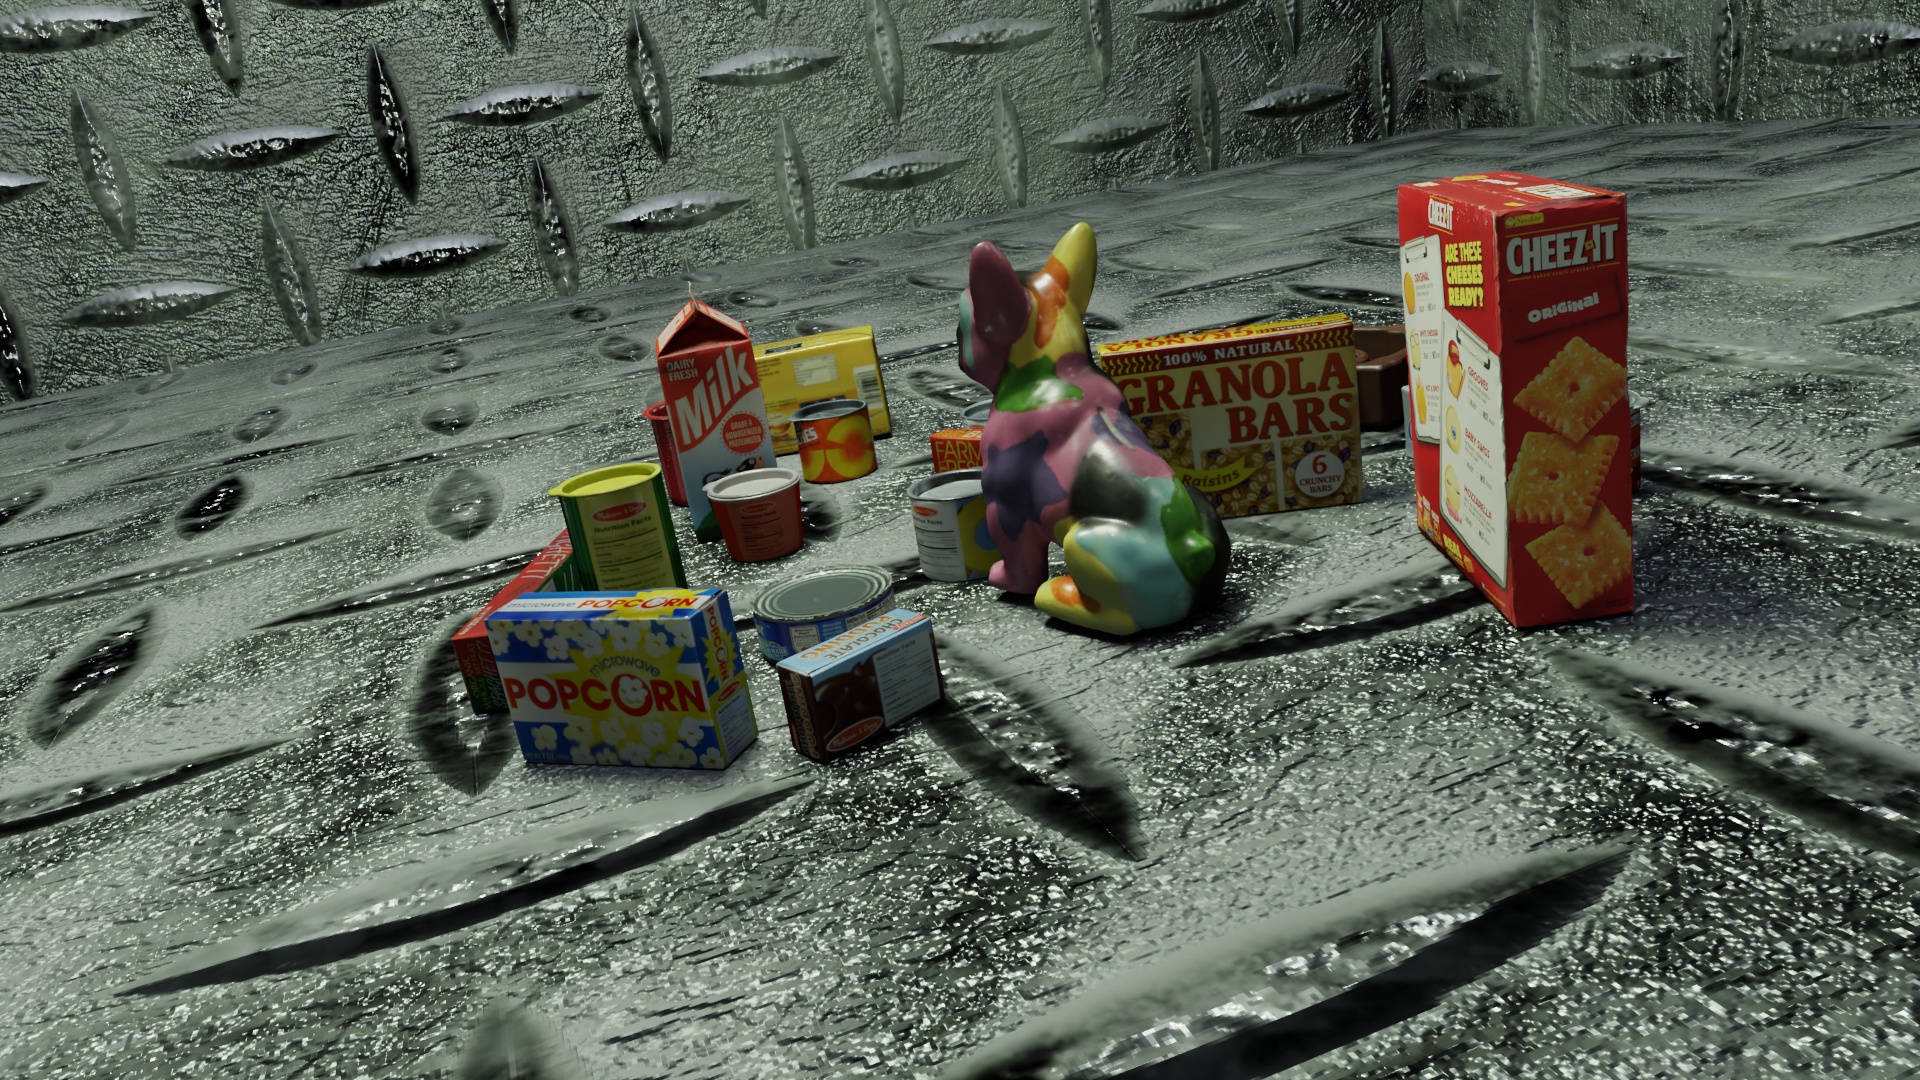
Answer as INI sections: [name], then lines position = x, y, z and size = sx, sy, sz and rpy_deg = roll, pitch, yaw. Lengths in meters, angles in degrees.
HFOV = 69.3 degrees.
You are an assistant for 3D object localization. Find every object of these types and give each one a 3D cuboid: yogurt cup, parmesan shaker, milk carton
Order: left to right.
[parmesan shaker]
position = -0.217, 0.009, 0.891
size = 0.071, 0.102, 0.071
rpy_deg = -8, 18, 3
[milk carton]
position = -0.188, -0.102, 1.069
size = 0.073, 0.189, 0.072
rpy_deg = -12, 18, -9
[yogurt cup]
position = -0.147, -0.018, 1.017
size = 0.072, 0.053, 0.072
rpy_deg = -8, 18, 3

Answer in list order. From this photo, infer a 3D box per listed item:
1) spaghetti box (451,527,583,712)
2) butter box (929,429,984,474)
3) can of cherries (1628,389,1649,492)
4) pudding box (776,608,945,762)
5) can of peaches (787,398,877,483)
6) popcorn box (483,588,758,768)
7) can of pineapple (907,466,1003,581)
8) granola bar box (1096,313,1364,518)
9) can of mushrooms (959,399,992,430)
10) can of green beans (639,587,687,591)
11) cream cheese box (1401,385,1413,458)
[spaghetti box]
position = -0.267, 0.037, 0.916
size = 0.029, 0.050, 0.251
rpy_deg = -7, 19, 6
[butter box]
position = 0.026, -0.056, 1.049
size = 0.103, 0.053, 0.024
rpy_deg = 5, 23, 36
[can of cherries]
position = 0.397, -0.061, 0.879
size = 0.071, 0.058, 0.072
rpy_deg = -8, 18, 3
[pudding box]
position = -0.050, 0.072, 0.710
size = 0.084, 0.049, 0.030
rpy_deg = -24, 23, -38
[can of peaches]
position = -0.109, -0.085, 1.190
size = 0.071, 0.058, 0.071
rpy_deg = -8, 18, 3
[popcorn box]
position = -0.175, 0.071, 0.717
size = 0.126, 0.085, 0.038
rpy_deg = -2, 19, 21
[can of pineapple]
position = 0.003, -0.012, 0.920
size = 0.071, 0.057, 0.071
rpy_deg = -8, 18, 3
[granola bar box]
position = 0.181, -0.079, 0.931
size = 0.165, 0.123, 0.039
rpy_deg = -7, 18, 7
[can of mushrooms]
position = 0.037, -0.100, 1.205
size = 0.071, 0.033, 0.071
rpy_deg = -8, 18, 3
[can of green beans]
position = -0.174, 0.065, 0.776
size = 0.071, 0.057, 0.071
rpy_deg = -8, 18, 3
[cream cheese box]
position = 0.339, -0.073, 0.951
size = 0.024, 0.053, 0.104
rpy_deg = -12, 19, -9
